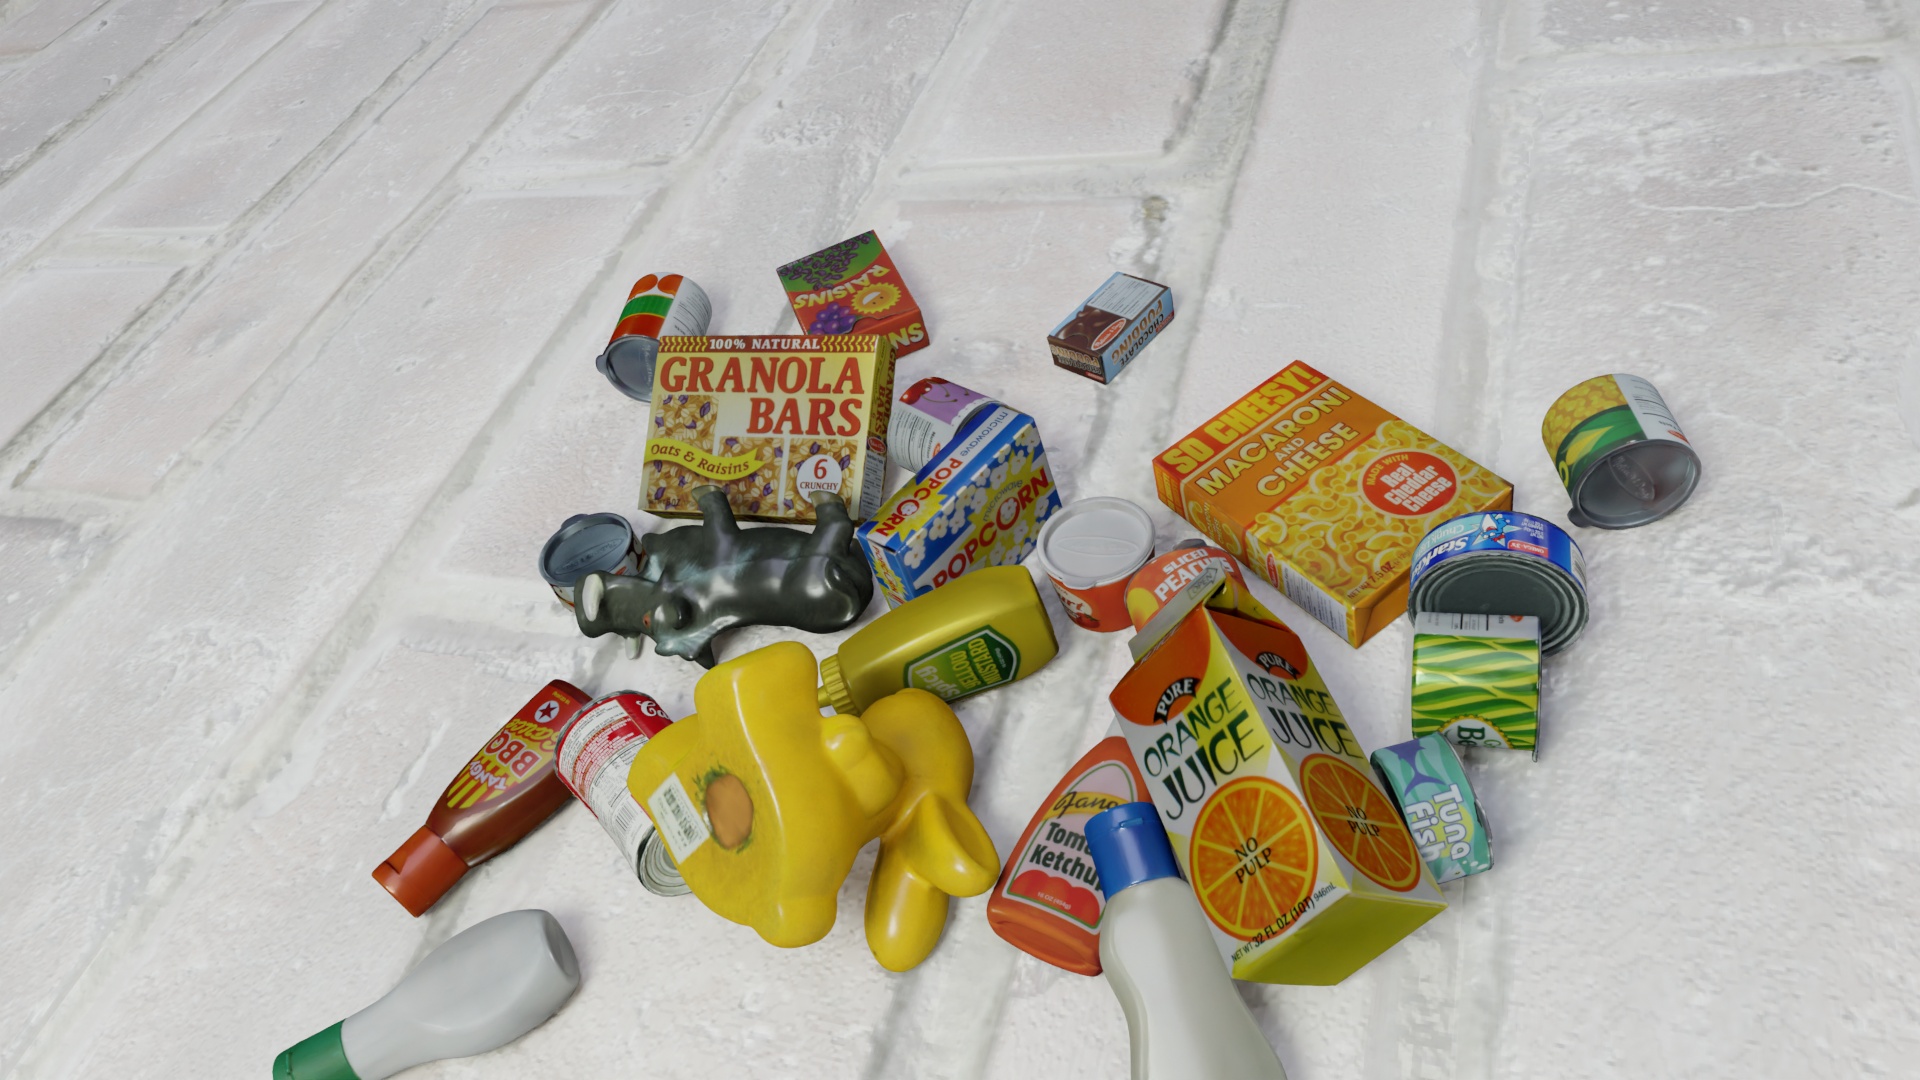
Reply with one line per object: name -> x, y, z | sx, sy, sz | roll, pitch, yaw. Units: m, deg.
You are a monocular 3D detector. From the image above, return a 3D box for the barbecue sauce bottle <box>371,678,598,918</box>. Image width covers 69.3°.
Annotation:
barbecue sauce bottle -> -0.265, 0.148, 0.796 | 0.065, 0.043, 0.149 | 22, 57, 38

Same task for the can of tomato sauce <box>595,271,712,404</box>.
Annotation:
can of tomato sauce -> -0.234, -0.156, 1.068 | 0.071, 0.071, 0.083 | -6, 45, 13

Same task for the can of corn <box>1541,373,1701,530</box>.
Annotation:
can of corn -> 0.360, -0.048, 0.765 | 0.071, 0.070, 0.058 | -10, 44, 9

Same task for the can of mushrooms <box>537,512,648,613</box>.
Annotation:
can of mushrooms -> -0.244, 0.014, 0.928 | 0.071, 0.033, 0.071 | -10, 45, 10

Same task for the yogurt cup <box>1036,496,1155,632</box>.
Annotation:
yogurt cup -> 0.082, 0.016, 0.802 | 0.072, 0.053, 0.073 | -9, 45, 10

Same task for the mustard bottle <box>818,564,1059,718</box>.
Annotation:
mustard bottle -> -0.026, 0.068, 0.784 | 0.160, 0.065, 0.049 | -23, 38, 4

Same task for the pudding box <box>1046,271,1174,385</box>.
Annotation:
pudding box -> 0.106, -0.150, 0.975 | 0.050, 0.030, 0.084 | 26, 60, 35

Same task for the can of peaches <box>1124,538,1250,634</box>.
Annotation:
can of peaches -> 0.128, 0.044, 0.747 | 0.071, 0.071, 0.058 | -17, 45, 2

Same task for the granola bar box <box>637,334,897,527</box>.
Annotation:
granola bar box -> -0.129, -0.074, 0.929 | 0.165, 0.039, 0.124 | 3, 83, 21

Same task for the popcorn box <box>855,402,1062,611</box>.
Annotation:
popcorn box -> 0.003, -0.010, 0.832 | 0.038, 0.084, 0.127 | 25, 59, 37

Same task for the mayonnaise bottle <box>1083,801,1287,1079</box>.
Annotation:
mayonnaise bottle -> 0.092, 0.190, 0.610 | 0.065, 0.041, 0.149 | -10, 58, -9

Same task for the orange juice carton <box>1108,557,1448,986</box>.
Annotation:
orange juice carton -> 0.133, 0.100, 0.643 | 0.071, 0.073, 0.193 | -48, 44, 29

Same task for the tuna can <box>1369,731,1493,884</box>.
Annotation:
tuna can -> 0.216, 0.125, 0.639 | 0.033, 0.070, 0.071 | -18, 44, 4

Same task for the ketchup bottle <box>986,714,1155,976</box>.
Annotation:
ketchup bottle -> 0.072, 0.138, 0.693 | 0.065, 0.043, 0.149 | 18, 54, 21

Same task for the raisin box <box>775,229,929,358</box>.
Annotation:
raisin box -> -0.083, -0.180, 1.060 | 0.086, 0.040, 0.124 | -22, 45, -4

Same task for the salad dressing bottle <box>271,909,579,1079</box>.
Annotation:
salad dressing bottle -> -0.271, 0.242, 0.707 | 0.148, 0.043, 0.064 | -26, 46, -6

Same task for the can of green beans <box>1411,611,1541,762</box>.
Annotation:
can of green beans -> 0.254, 0.069, 0.684 | 0.058, 0.071, 0.071 | 1, 48, 21

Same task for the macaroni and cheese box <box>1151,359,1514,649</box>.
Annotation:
macaroni and cheese box -> 0.212, -0.027, 0.810 | 0.124, 0.040, 0.167 | -34, 46, -15

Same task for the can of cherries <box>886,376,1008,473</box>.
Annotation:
can of cherries -> -0.003, -0.068, 0.907 | 0.058, 0.071, 0.072 | 26, 59, 37
